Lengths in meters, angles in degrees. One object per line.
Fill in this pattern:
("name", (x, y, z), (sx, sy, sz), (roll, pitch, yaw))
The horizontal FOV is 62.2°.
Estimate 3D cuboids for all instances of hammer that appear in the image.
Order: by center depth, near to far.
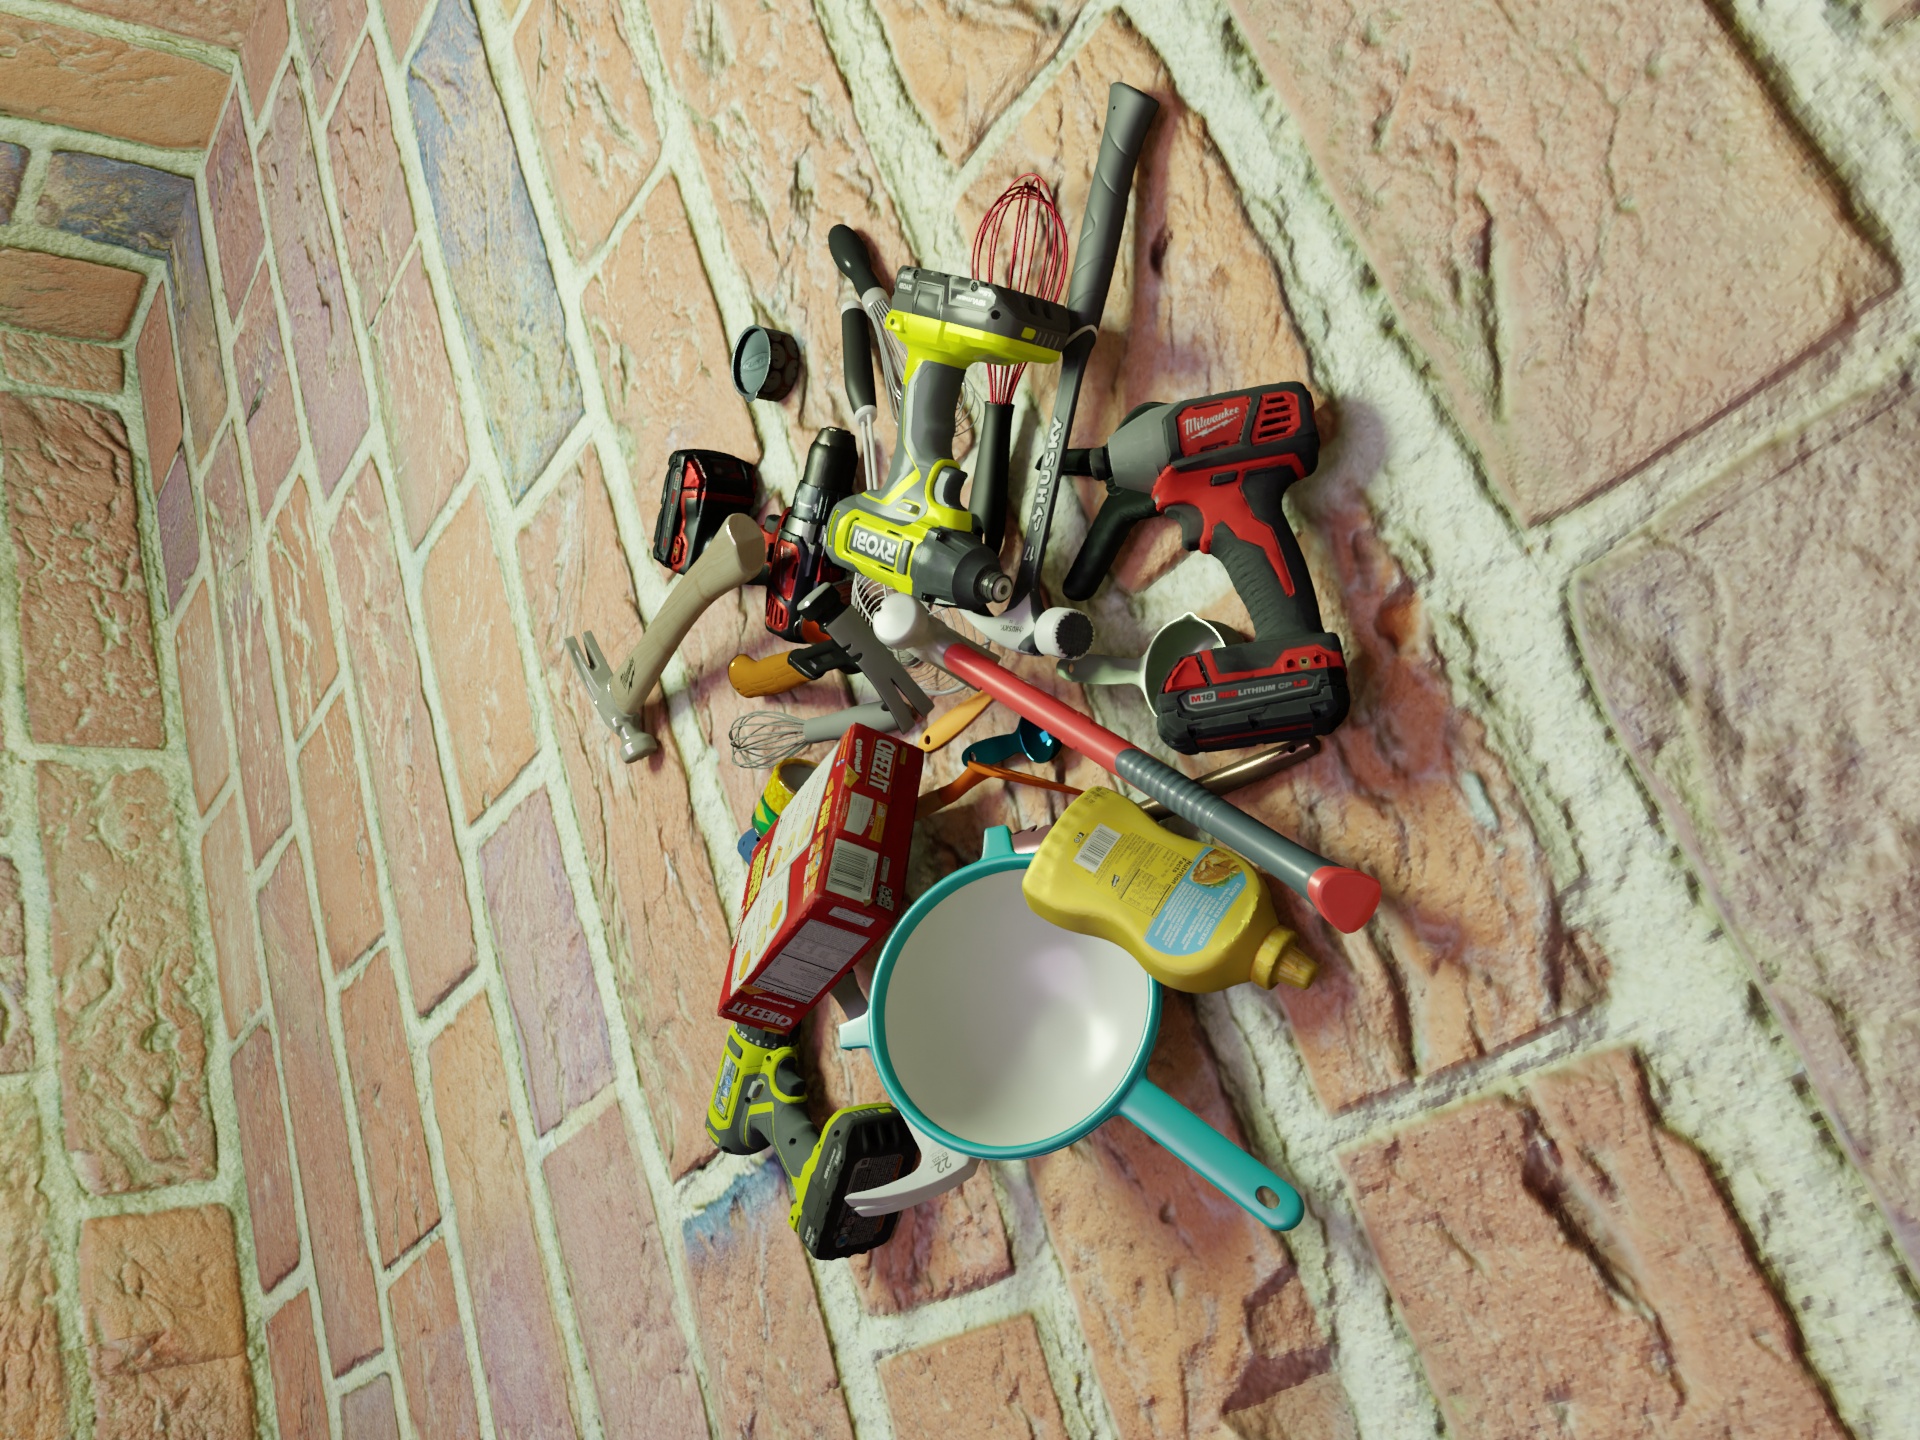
("hammer", (0.110, 0.027, 1.046), (0.387, 0.143, 0.038), (33, 93, 34))
("hammer", (0.078, -0.248, 1.124), (0.149, 0.036, 0.409), (13, 91, 58))
("hammer", (-0.099, 0.227, 1.311), (0.144, 0.035, 0.406), (-34, 46, -5))
("hammer", (-0.129, -0.040, 1.328), (0.127, 0.034, 0.337), (50, 161, -13))
("hammer", (-0.276, -0.093, 1.479), (0.146, 0.038, 0.410), (61, 145, 7))

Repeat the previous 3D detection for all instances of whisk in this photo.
("whisk", (0.033, -0.259, 1.200), (0.073, 0.073, 0.295), (25, 114, 47))
("whisk", (-0.059, -0.324, 1.310), (0.070, 0.070, 0.285), (-54, 47, 34))
("whisk", (-0.125, 0.007, 1.386), (0.239, 0.055, 0.055), (-10, 81, 44))

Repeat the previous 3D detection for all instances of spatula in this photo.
("spatula", (-0.025, 0.074, 1.260), (0.322, 0.081, 0.041), (-28, 56, 51))

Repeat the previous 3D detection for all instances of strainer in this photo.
("strainer", (0.094, 0.236, 1.078), (0.341, 0.095, 0.211), (33, 82, 31))

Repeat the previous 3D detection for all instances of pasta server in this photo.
("pasta server", (0.122, 0.069, 1.106), (0.316, 0.040, 0.060), (-28, 68, 41))

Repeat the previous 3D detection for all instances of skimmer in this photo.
("skimmer", (-0.049, -0.192, 1.301), (0.127, 0.090, 0.364), (-37, 49, 41))

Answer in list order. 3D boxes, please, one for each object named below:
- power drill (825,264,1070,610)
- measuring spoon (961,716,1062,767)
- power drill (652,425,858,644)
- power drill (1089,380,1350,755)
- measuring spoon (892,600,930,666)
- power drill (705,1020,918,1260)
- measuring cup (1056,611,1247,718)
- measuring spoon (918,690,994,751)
("power drill", (-0.006, -0.195, 1.124), (0.171, 0.080, 0.223), (26, 107, 43))
("measuring spoon", (0.041, 0.018, 1.213), (0.128, 0.021, 0.042), (-20, 83, 57))
("power drill", (-0.176, -0.186, 1.427), (0.227, 0.080, 0.188), (27, 109, 44))
("power drill", (0.161, -0.096, 0.985), (0.143, 0.078, 0.220), (-8, 78, 11))
("measuring spoon", (-0.034, -0.104, 1.299), (0.034, 0.018, 0.124), (31, 111, 46))
("power drill", (-0.133, 0.326, 1.359), (0.229, 0.080, 0.190), (37, 116, 47))
("measuring cup", (0.133, -0.033, 1.088), (0.168, 0.038, 0.083), (6, 93, 51))
("measuring spoon", (-0.002, -0.004, 1.262), (0.117, 0.011, 0.021), (-38, 61, 42))
